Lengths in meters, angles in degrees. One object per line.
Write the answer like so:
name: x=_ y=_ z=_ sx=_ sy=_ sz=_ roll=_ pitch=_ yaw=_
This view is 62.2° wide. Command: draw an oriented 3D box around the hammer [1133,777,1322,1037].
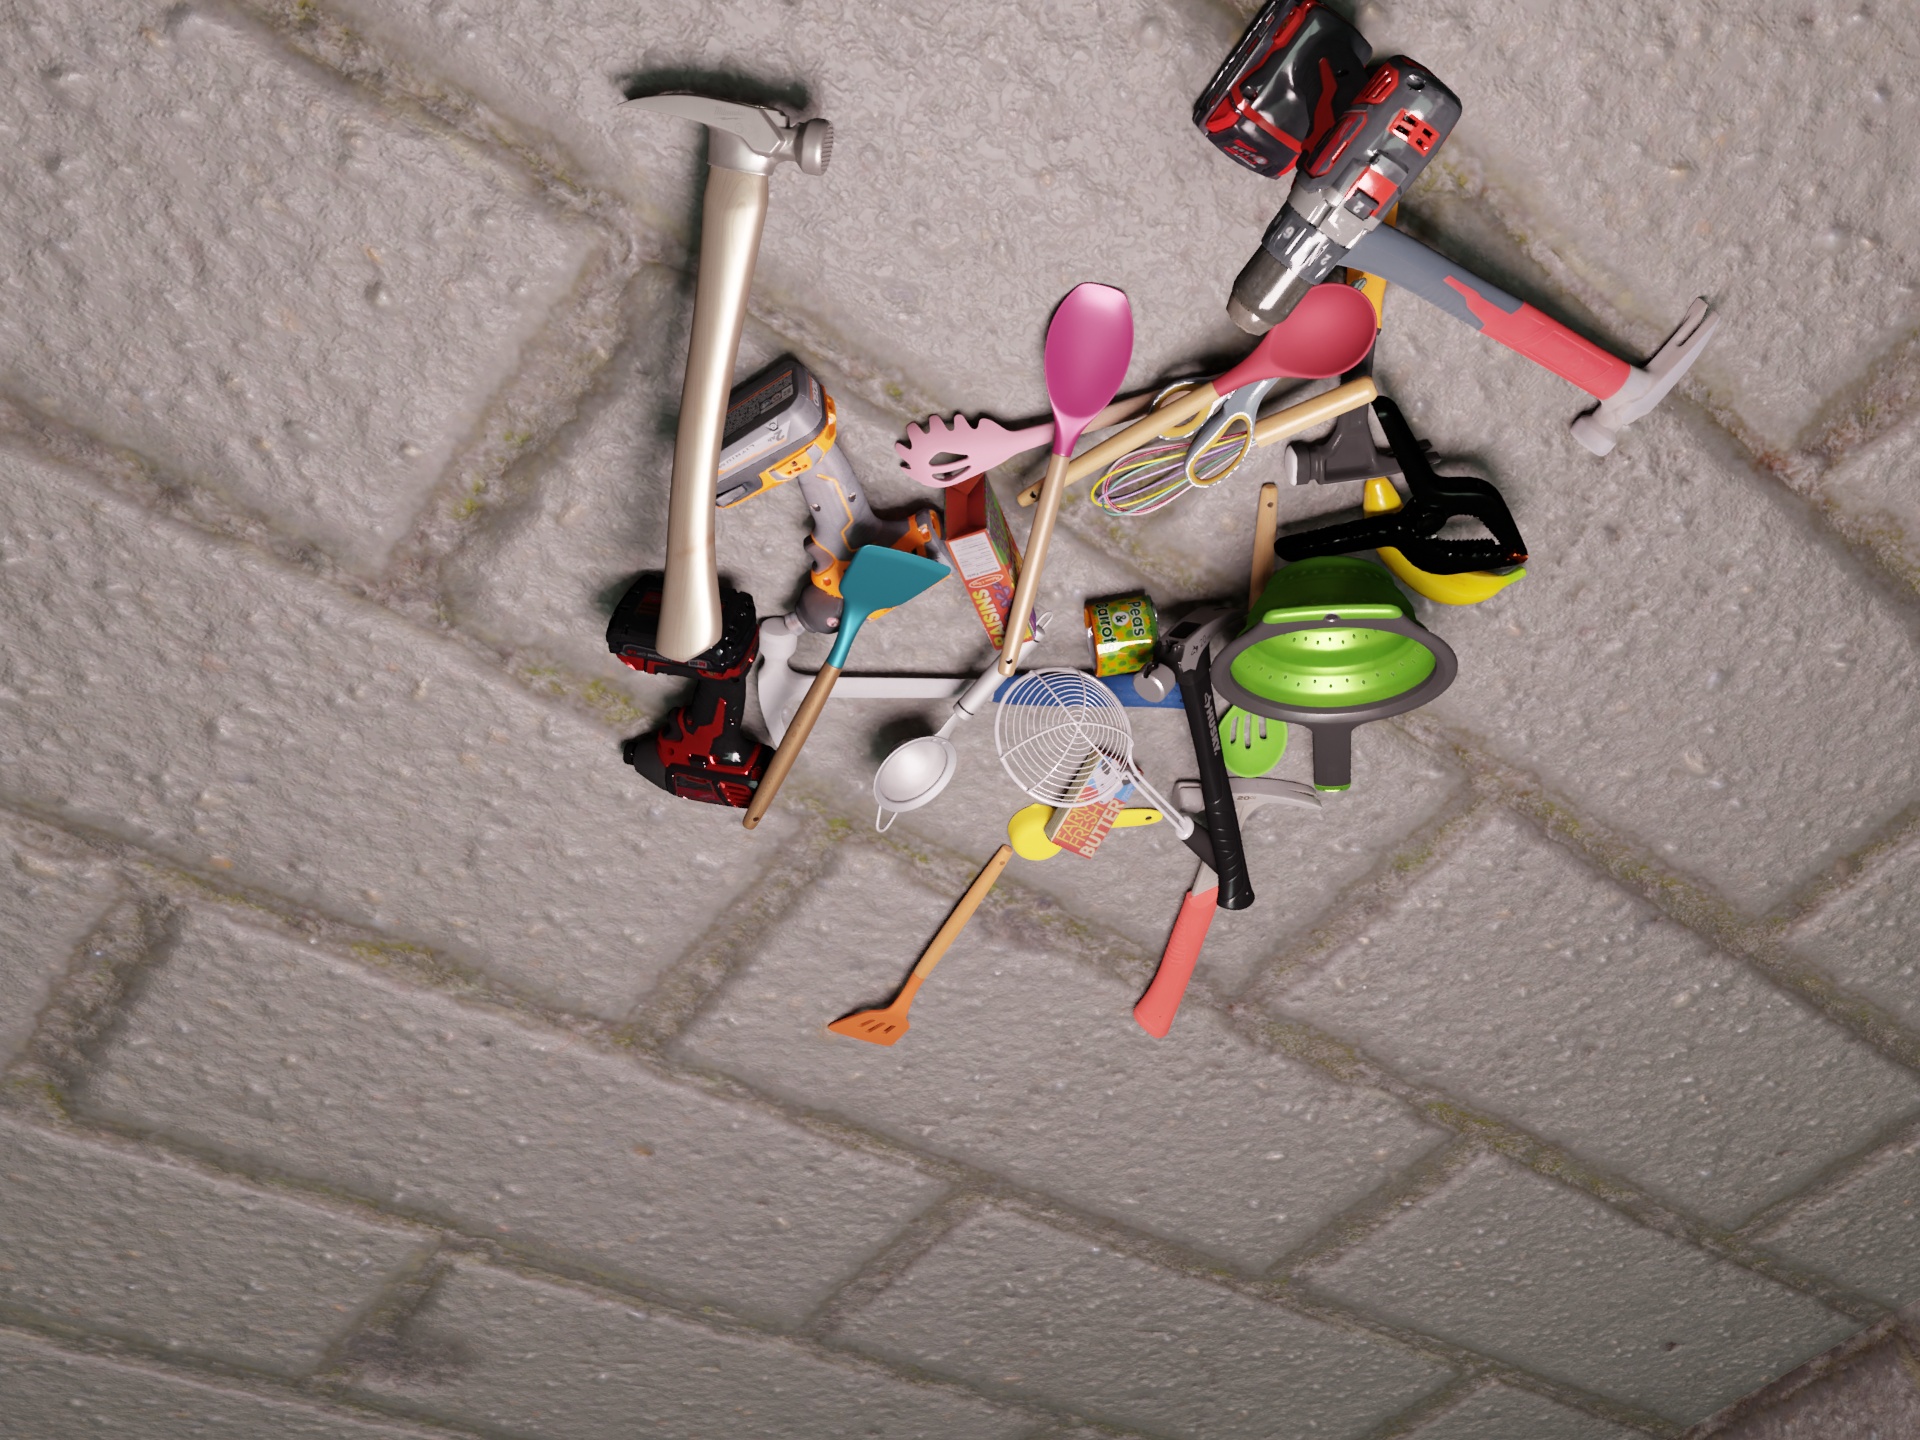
hammer: x=0.258 y=0.204 z=1.679 sx=0.149 sy=0.037 sz=0.358 roll=3 pitch=128 yaw=-11

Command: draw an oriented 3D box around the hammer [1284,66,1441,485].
hammer: x=0.325 y=-0.338 z=1.245 sx=0.127 sy=0.034 sz=0.336 roll=-8 pitch=130 yaw=-1

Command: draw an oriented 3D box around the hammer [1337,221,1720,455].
hammer: x=0.427 y=-0.328 z=1.232 sx=0.386 sy=0.038 sz=0.143 roll=16 pitch=124 yaw=-31

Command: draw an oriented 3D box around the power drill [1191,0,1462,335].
power drill: x=0.227 y=-0.377 z=1.071 sx=0.080 sy=0.227 sz=0.188 roll=23 pitch=122 yaw=-25

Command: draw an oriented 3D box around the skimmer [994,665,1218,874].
skimmer: x=0.160 y=0.072 z=1.492 sx=0.090 sy=0.127 sz=0.362 roll=4 pitch=156 yaw=37

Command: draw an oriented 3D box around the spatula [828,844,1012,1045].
spatula: x=-0.033 y=0.244 z=1.677 sx=0.081 sy=0.041 sz=0.322 roll=21 pitch=119 yaw=-24

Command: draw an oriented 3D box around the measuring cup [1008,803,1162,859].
measuring cup: x=0.126 y=0.109 z=1.583 sx=0.156 sy=0.029 sz=0.062 roll=-5 pitch=130 yaw=-2

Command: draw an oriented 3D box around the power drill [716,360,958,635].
power drill: x=-0.122 y=-0.163 z=1.292 sx=0.164 sy=0.084 sz=0.226 roll=-29 pitch=131 yaw=17

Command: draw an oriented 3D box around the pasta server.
pasta server: x=0.104 y=-0.247 z=1.293 sx=0.316 sy=0.040 sz=0.060 roll=-16 pitch=130 yaw=-1

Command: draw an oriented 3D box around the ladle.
ladle: x=0.178 y=-0.245 z=1.245 sx=0.315 sy=0.031 sz=0.069 roll=-27 pitch=98 yaw=23

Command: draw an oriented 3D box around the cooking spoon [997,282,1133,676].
cooking spoon: x=0.074 y=-0.187 z=1.272 sx=0.068 sy=0.017 sz=0.319 roll=12 pitch=104 yaw=-9

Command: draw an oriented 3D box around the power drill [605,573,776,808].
power drill: x=-0.237 y=-0.015 z=1.388 sx=0.143 sy=0.079 sz=0.219 roll=10 pitch=136 yaw=10

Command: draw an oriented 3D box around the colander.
colander: x=0.334 y=-0.044 z=1.437 sx=0.204 sy=0.095 sz=0.396 roll=-2 pitch=155 yaw=13

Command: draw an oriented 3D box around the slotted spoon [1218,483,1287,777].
slotted spoon: x=0.273 y=-0.077 z=1.457 sx=0.070 sy=0.031 sz=0.313 roll=-7 pitch=128 yaw=-4

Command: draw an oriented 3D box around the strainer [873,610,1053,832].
strainer: x=-0.002 y=-0.005 z=1.419 sx=0.086 sy=0.050 sz=0.258 roll=20 pitch=119 yaw=-46

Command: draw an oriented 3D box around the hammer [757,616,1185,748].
hammer: x=0.018 y=-0.025 z=1.453 sx=0.405 sy=0.035 sz=0.144 roll=0 pitch=129 yaw=-9

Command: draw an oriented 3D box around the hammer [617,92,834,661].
hammer: x=-0.195 y=-0.239 z=1.163 sx=0.146 sy=0.038 sz=0.410 roll=13 pitch=113 yaw=2

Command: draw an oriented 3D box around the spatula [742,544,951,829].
spatula: x=-0.116 y=-0.022 z=1.336 sx=0.082 sy=0.044 sz=0.317 roll=12 pitch=122 yaw=-31

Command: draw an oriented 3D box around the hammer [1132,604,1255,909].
hammer: x=0.236 y=0.047 z=1.470 sx=0.035 sy=0.146 sz=0.334 roll=14 pitch=136 yaw=37

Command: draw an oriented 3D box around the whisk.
whisk: x=0.219 y=-0.224 z=1.295 sx=0.245 sy=0.051 sz=0.047 roll=-21 pitch=121 yaw=20
